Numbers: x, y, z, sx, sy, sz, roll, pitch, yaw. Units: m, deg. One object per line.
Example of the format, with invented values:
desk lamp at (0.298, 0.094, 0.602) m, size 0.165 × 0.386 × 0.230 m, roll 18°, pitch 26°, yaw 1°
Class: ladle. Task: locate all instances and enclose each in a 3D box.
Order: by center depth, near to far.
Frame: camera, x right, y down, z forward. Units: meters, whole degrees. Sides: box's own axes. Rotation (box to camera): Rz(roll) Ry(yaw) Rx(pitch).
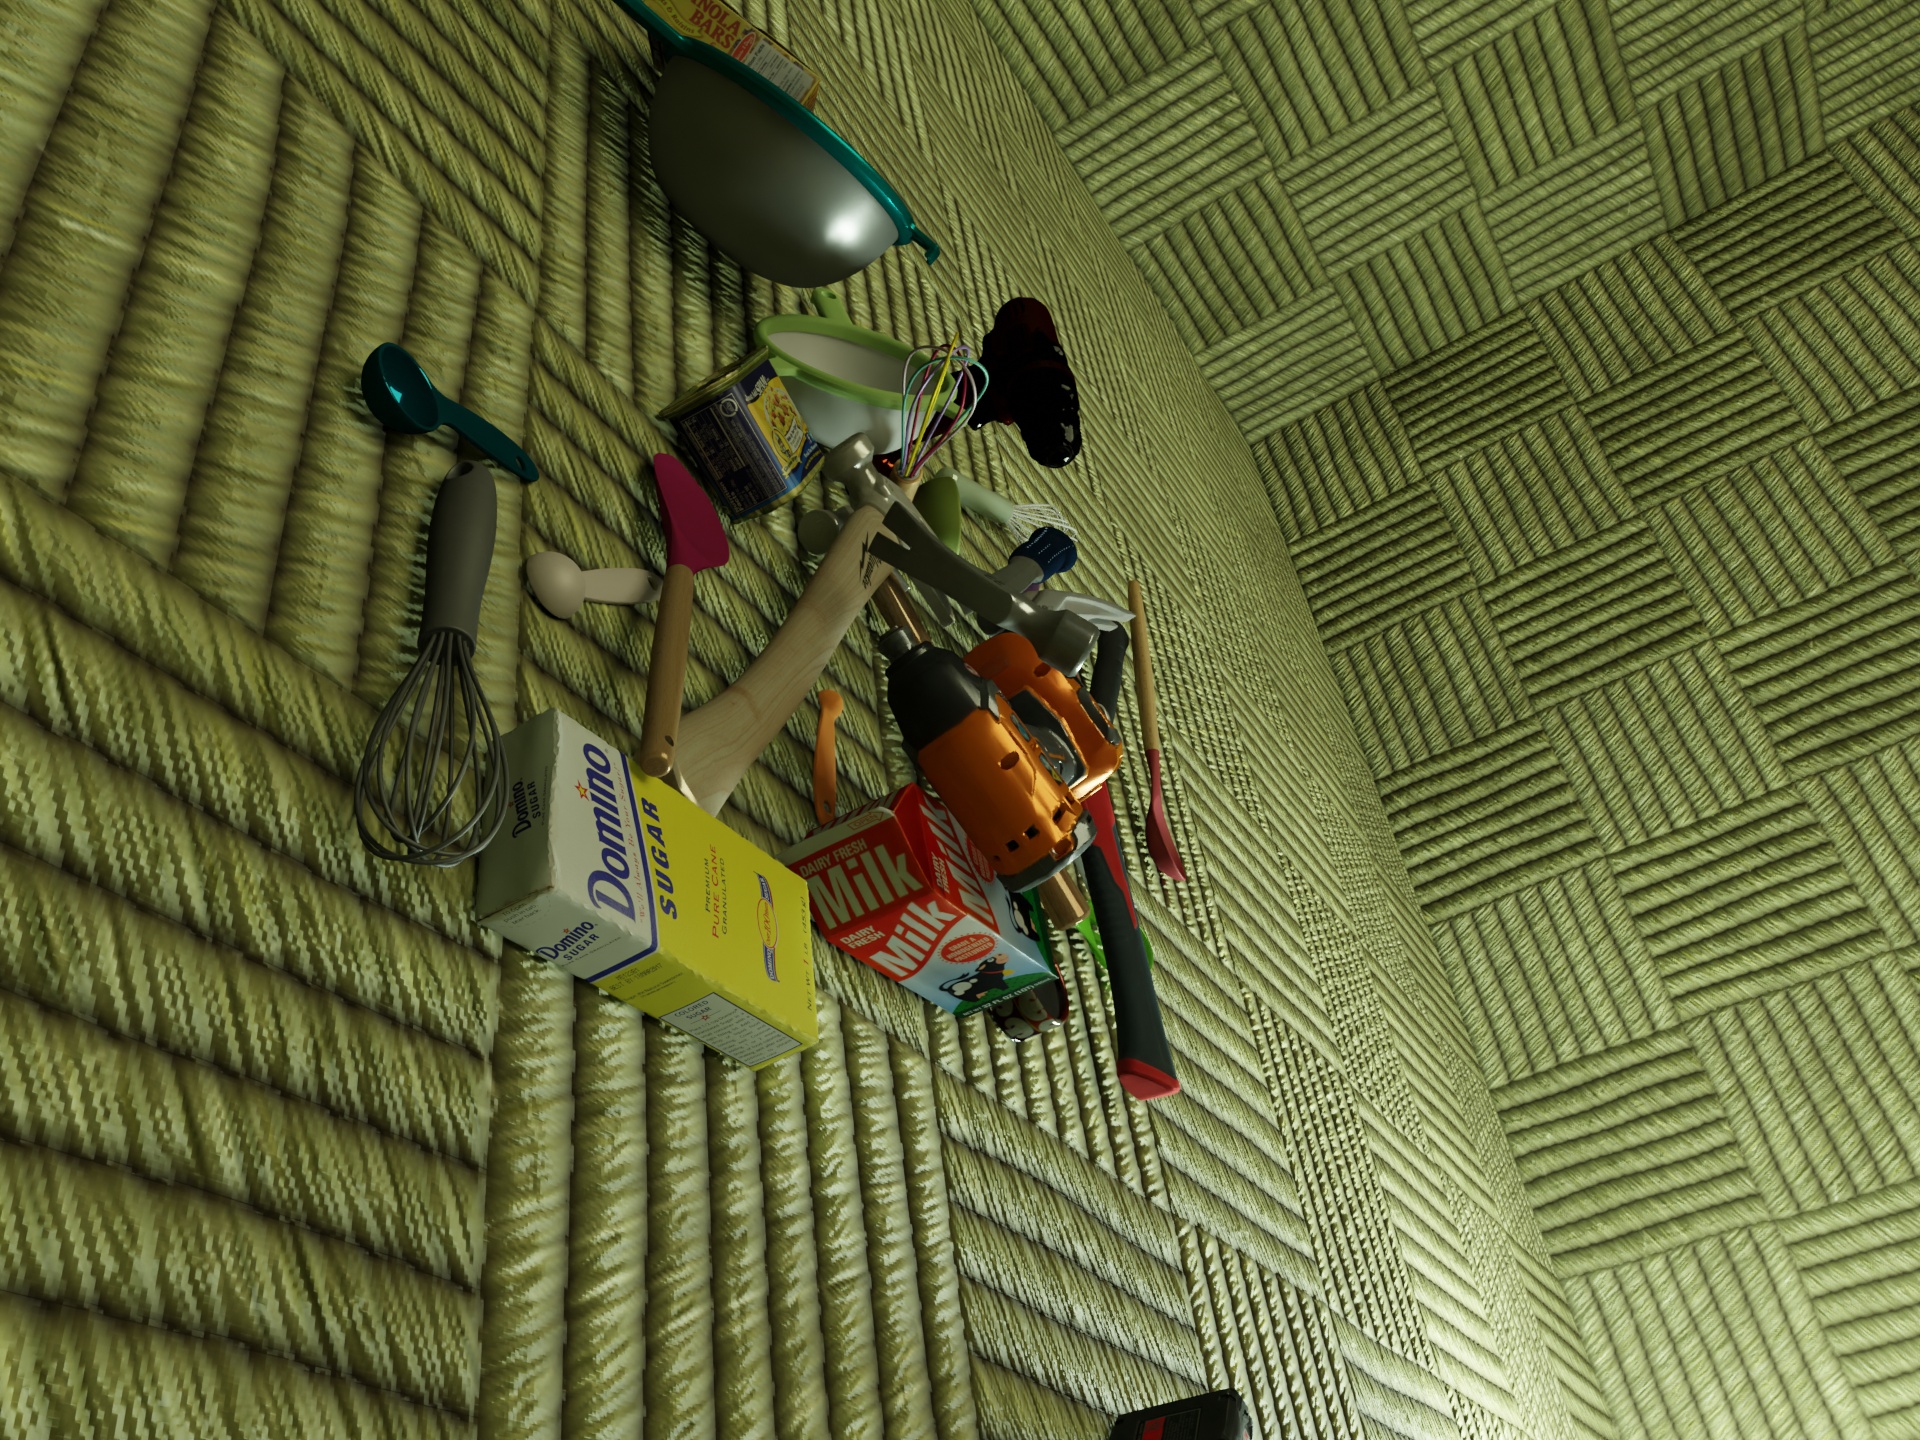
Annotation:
ladle at (0.042, -0.091, 1.337) m, size 0.319 × 0.062 × 0.078 m, roll 46°, pitch 25°, yaw -48°
ladle at (0.183, 0.005, 1.540) m, size 0.069 × 0.031 × 0.316 m, roll 47°, pitch 36°, yaw -61°

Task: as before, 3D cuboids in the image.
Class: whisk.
whisk at (-0.206, -0.033, 0.644) m, size 0.055 × 0.055 × 0.239 m, roll 46°, pitch 22°, yaw -41°
whisk at (-0.029, -0.185, 1.089) m, size 0.245 × 0.051 × 0.047 m, roll 121°, pitch -39°, yaw -64°
whisk at (0.043, -0.195, 1.487) m, size 0.246 × 0.058 × 0.059 m, roll 16°, pitch 78°, yaw -60°

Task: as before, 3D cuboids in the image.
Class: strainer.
strainer at (-0.181, -0.394, 1.067) m, size 0.340 × 0.095 × 0.211 m, roll 32°, pitch 4°, yaw -42°
strainer at (-0.093, -0.260, 1.190) m, size 0.151 × 0.069 × 0.257 m, roll 10°, pitch 27°, yaw -19°

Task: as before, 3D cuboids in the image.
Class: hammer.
hammer at (-0.083, -0.041, 0.922) m, size 0.146 × 0.038 × 0.411 m, roll 54°, pitch 27°, yaw -15°
hammer at (0.039, -0.107, 1.095) m, size 0.144 × 0.035 × 0.405 m, roll 31°, pitch 13°, yaw 2°
hammer at (-0.002, -0.004, 1.113) m, size 0.331 × 0.031 × 0.130 m, roll 60°, pitch 18°, yaw 4°
hammer at (0.112, 0.084, 1.182) m, size 0.143 × 0.038 × 0.387 m, roll 3°, pitch 67°, yaw -39°
hammer at (0.125, 0.014, 1.407) m, size 0.409 × 0.036 × 0.149 m, roll -72°, pitch 141°, yaw -61°

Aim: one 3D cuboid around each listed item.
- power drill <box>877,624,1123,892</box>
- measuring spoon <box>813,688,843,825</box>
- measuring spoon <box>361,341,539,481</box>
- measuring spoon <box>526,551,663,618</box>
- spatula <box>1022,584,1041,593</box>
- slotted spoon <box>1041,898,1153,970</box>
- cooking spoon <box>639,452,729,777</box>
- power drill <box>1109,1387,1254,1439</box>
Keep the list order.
power drill at (0.023, 0.002, 0.968) m, size 0.164 × 0.084 × 0.226 m, roll 54°, pitch 15°, yaw -2°
measuring spoon at (-0.077, 0.021, 0.953) m, size 0.021 × 0.011 × 0.117 m, roll 50°, pitch 24°, yaw -35°
measuring spoon at (-0.238, -0.134, 0.740) m, size 0.128 × 0.021 × 0.042 m, roll 37°, pitch 32°, yaw -69°
measuring spoon at (-0.177, -0.071, 0.804) m, size 0.034 × 0.018 × 0.124 m, roll 65°, pitch 19°, yaw 3°
spatula at (0.062, -0.122, 1.397) m, size 0.316 × 0.018 × 0.059 m, roll -67°, pitch 134°, yaw -79°
slotted spoon at (0.057, 0.123, 1.153) m, size 0.313 × 0.031 × 0.070 m, roll 38°, pitch 31°, yaw -48°
cooking spoon at (-0.146, -0.063, 0.817) m, size 0.068 × 0.017 × 0.319 m, roll 51°, pitch 14°, yaw -29°
power drill at (0.154, 0.496, 0.867) m, size 0.219 × 0.078 × 0.143 m, roll 64°, pitch 20°, yaw -8°
